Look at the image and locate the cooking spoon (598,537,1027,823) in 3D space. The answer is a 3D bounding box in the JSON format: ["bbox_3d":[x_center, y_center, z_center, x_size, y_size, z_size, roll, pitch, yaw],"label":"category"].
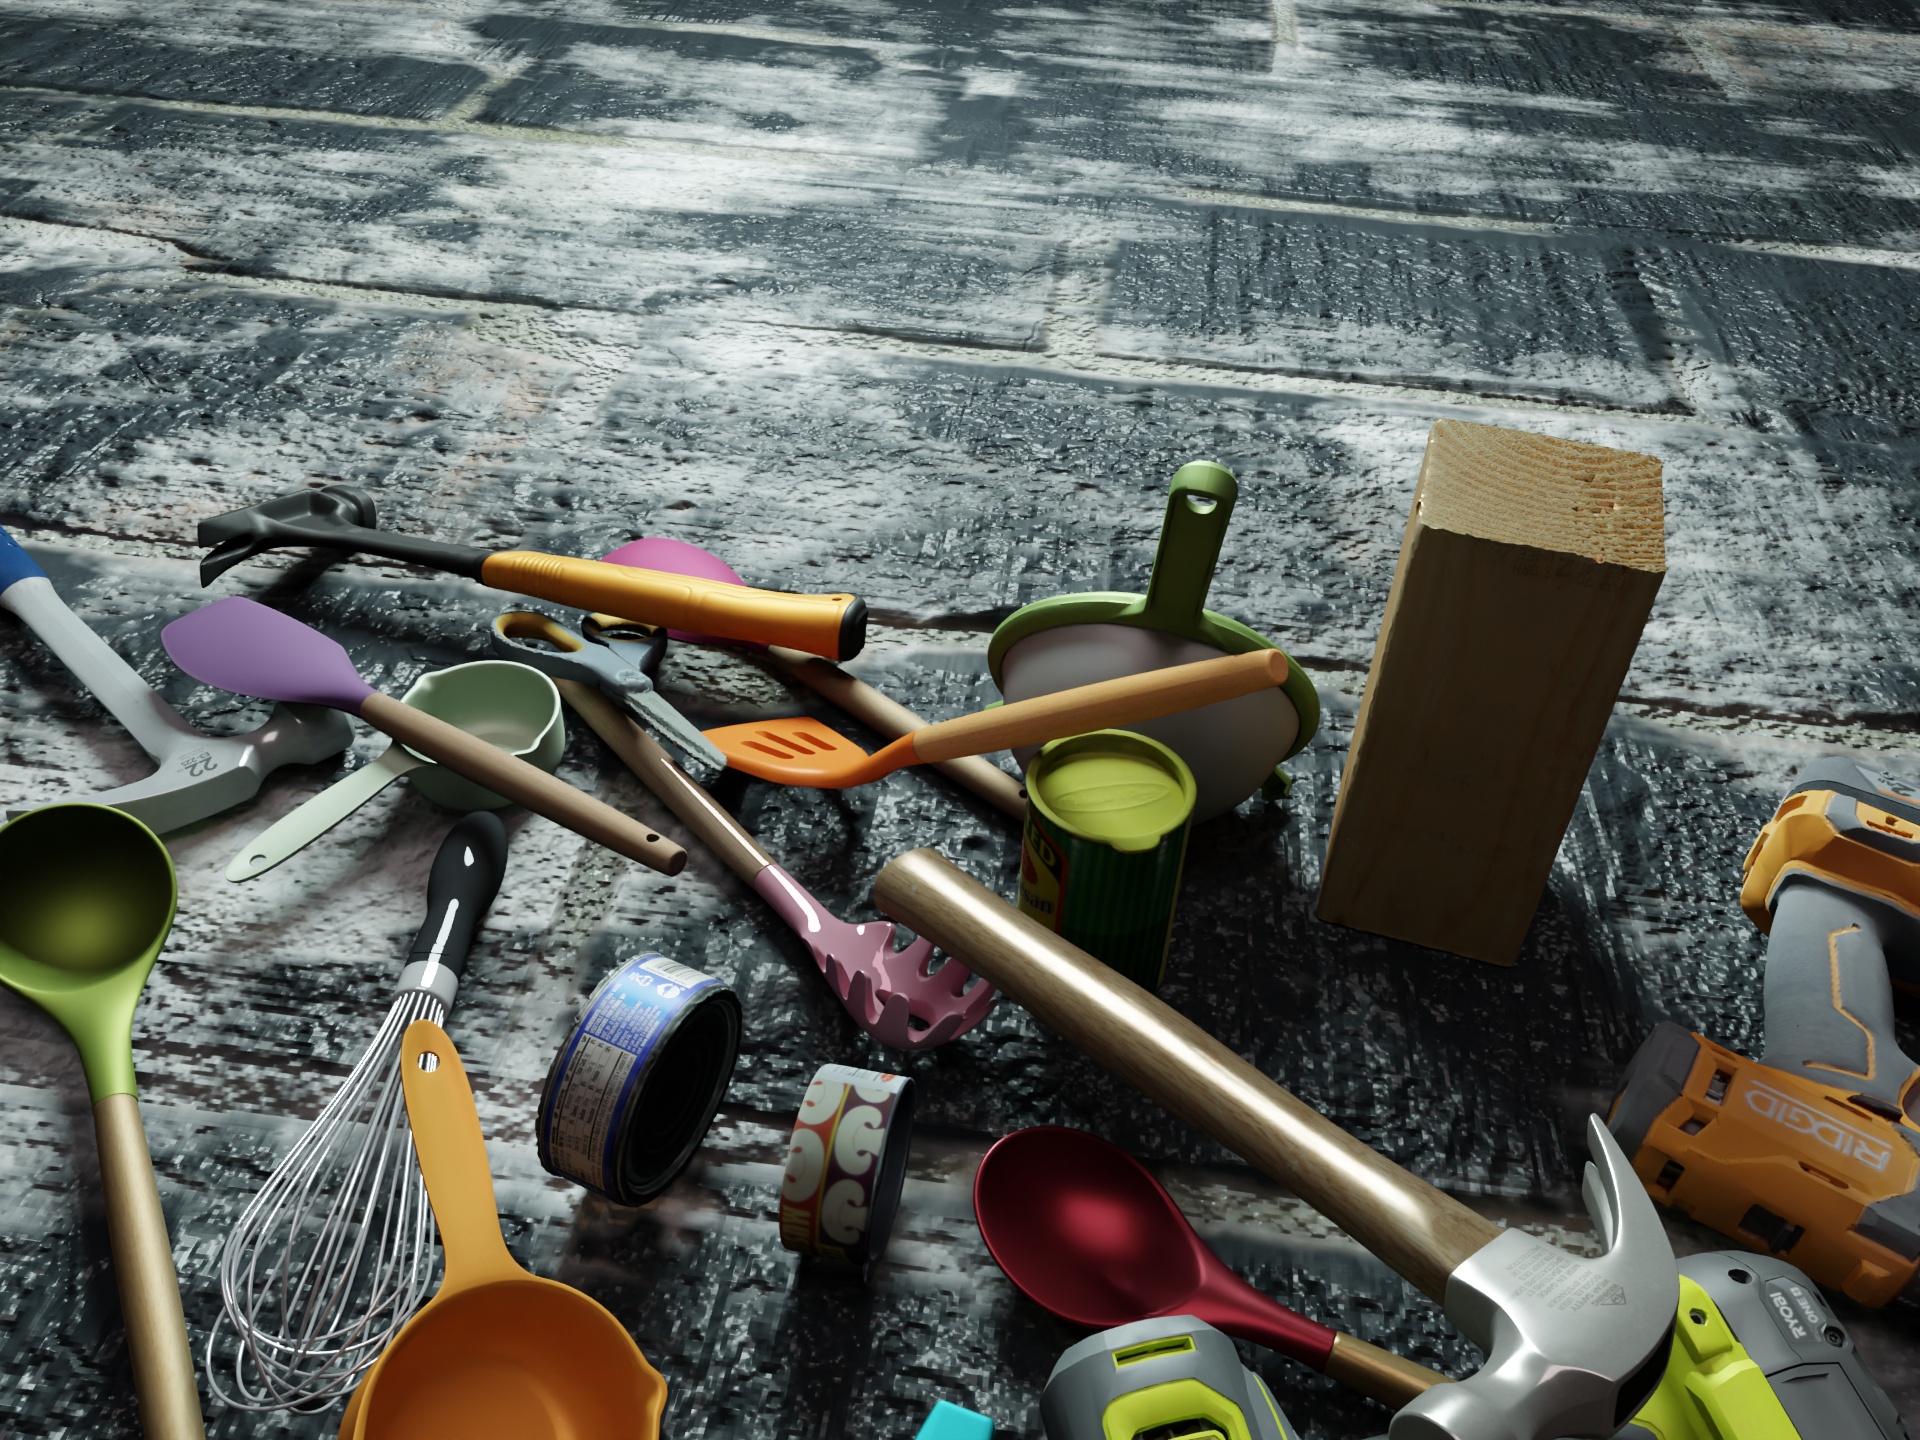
[{"bbox_3d":[-0.076,-0.026,0.814,0.319,0.017,0.069,32,49,31],"label":"cooking spoon"}]

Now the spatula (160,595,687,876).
[{"bbox_3d":[-0.246,0.004,0.707,0.316,0.018,0.060,22,40,25],"label":"spatula"}]

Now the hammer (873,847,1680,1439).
[{"bbox_3d":[0.078,0.117,0.530,0.130,0.031,0.332,-19,30,-32],"label":"hammer"}]

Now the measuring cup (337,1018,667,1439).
[{"bbox_3d":[-0.154,0.181,0.490,0.095,0.052,0.174,-3,59,-35],"label":"measuring cup"}]

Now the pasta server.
[{"bbox_3d":[-0.099,0.049,0.707,0.060,0.040,0.316,-6,34,-44],"label":"pasta server"}]

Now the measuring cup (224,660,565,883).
[{"bbox_3d":[-0.252,0.033,0.719,0.083,0.038,0.167,28,50,29],"label":"measuring cup"}]

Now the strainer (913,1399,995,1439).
[{"bbox_3d":[-0.017,0.335,0.325,0.211,0.095,0.341,-17,46,-19],"label":"strainer"}]

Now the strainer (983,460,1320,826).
[{"bbox_3d":[0.079,-0.011,0.655,0.151,0.256,0.069,14,66,6],"label":"strainer"}]

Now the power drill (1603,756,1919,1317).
[{"bbox_3d":[0.370,0.130,0.610,0.185,0.084,0.226,26,49,25],"label":"power drill"}]

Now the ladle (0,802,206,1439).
[{"bbox_3d":[-0.297,0.149,0.560,0.078,0.062,0.320,-18,46,-23],"label":"ladle"}]

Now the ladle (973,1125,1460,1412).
[{"bbox_3d":[0.148,0.219,0.527,0.315,0.031,0.069,20,47,17],"label":"ladle"}]

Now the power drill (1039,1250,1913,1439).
[{"bbox_3d":[0.150,0.246,0.428,0.228,0.080,0.191,-8,48,-12],"label":"power drill"}]

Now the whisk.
[{"bbox_3d":[-0.208,0.126,0.597,0.070,0.070,0.285,2,35,-2],"label":"whisk"}]

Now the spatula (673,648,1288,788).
[{"bbox_3d":[-0.001,-0.002,0.654,0.081,0.041,0.322,-11,-2,-43],"label":"spatula"}]

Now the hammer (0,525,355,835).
[{"bbox_3d":[-0.480,-0.059,0.813,0.406,0.035,0.144,33,48,31],"label":"hammer"}]

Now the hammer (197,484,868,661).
[{"bbox_3d":[-0.212,-0.072,0.813,0.337,0.034,0.127,11,20,11],"label":"hammer"}]
